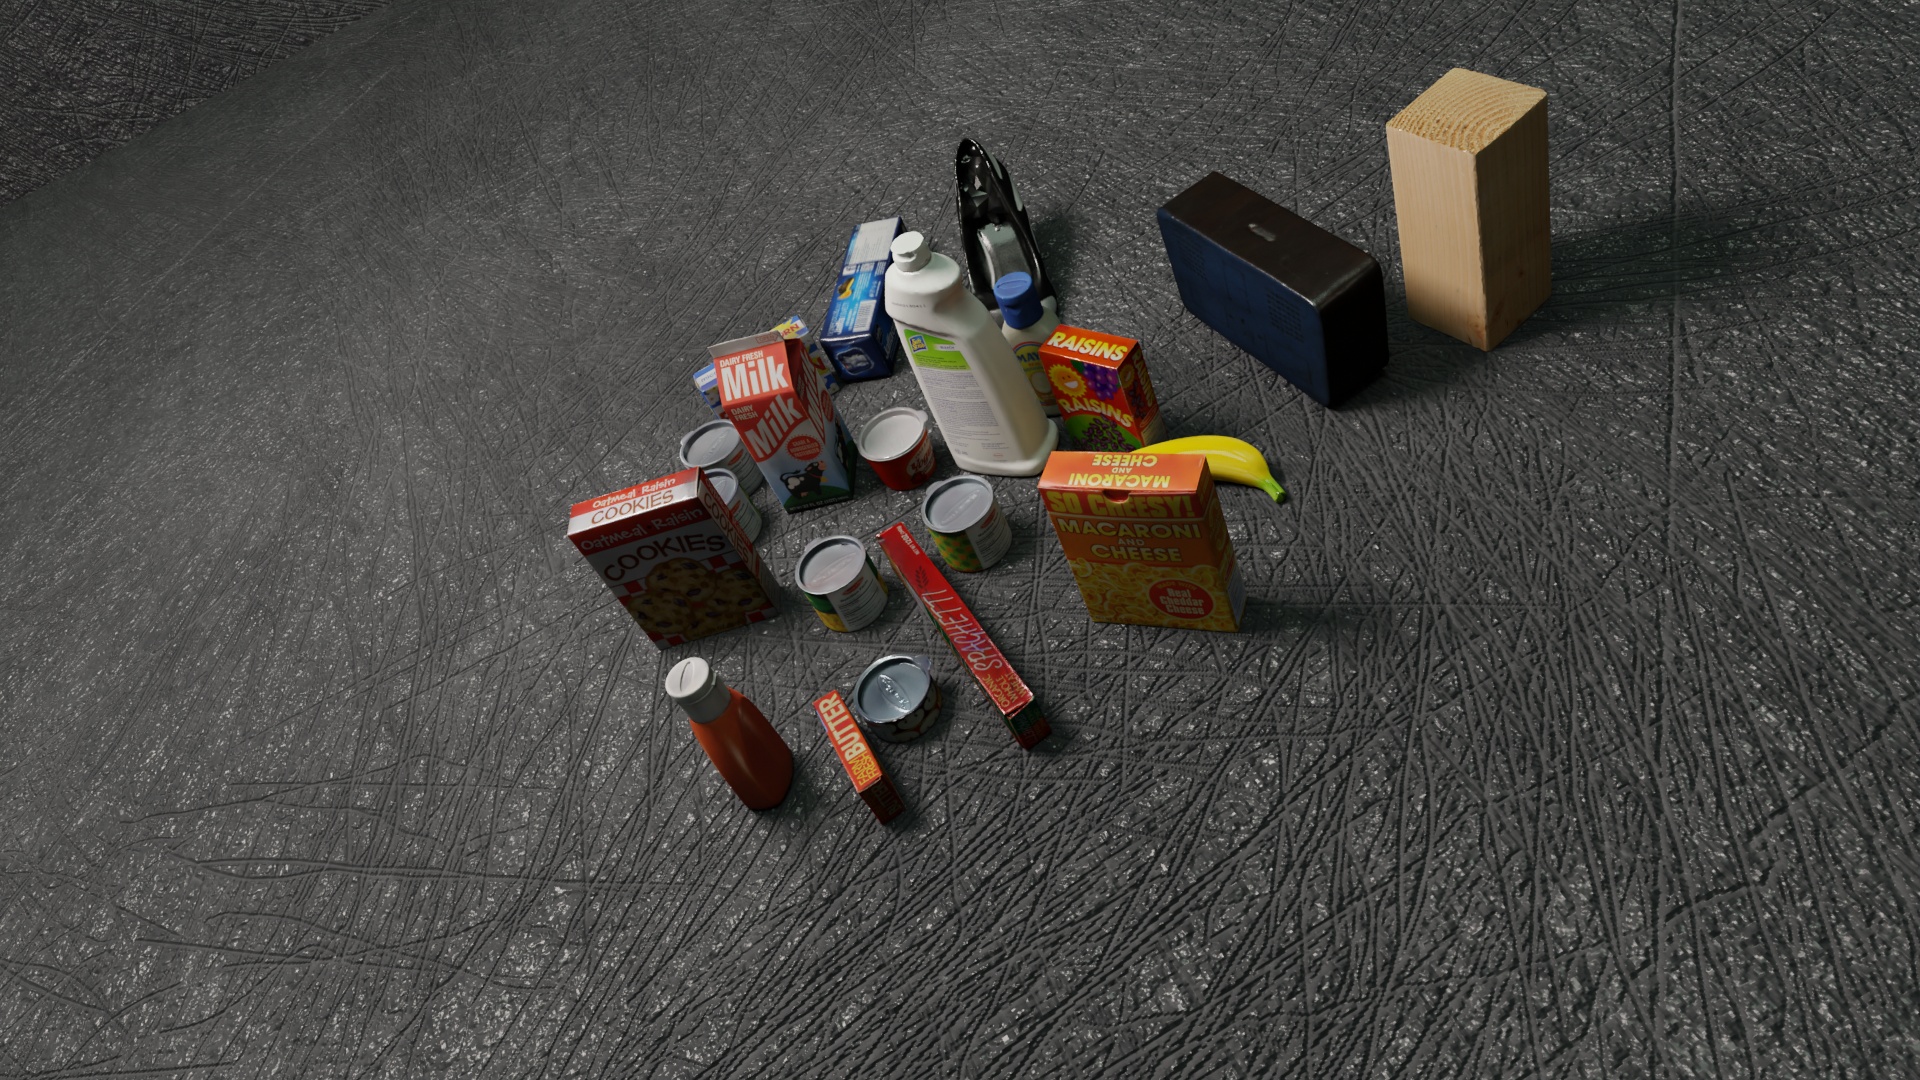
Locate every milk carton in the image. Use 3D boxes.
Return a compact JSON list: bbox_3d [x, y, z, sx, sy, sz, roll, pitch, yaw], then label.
[{"bbox_3d":[-0.164,-0.119,1.296,0.072,0.189,0.074,-13,46,14],"label":"milk carton"}]

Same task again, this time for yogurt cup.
[{"bbox_3d":[-0.057,-0.084,1.313,0.072,0.053,0.073,-13,46,14],"label":"yogurt cup"}]

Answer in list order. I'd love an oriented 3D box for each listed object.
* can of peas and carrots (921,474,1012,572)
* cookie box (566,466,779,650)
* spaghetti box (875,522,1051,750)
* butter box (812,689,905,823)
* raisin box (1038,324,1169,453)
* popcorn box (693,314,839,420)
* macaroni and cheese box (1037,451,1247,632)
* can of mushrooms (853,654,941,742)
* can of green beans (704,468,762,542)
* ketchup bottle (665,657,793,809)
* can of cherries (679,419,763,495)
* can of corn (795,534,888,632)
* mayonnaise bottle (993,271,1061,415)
[{"bbox_3d":[0.004,-0.015,1.218,0.071,0.058,0.071,-13,46,14],"label":"can of peas and carrots"},{"bbox_3d":[-0.249,0.018,1.225,0.123,0.166,0.040,-16,45,10],"label":"cookie box"},{"bbox_3d":[-0.001,0.073,1.145,0.029,0.050,0.251,-33,45,-6],"label":"spaghetti box"},{"bbox_3d":[-0.080,0.169,1.090,0.024,0.053,0.104,-31,44,-5],"label":"butter box"},{"bbox_3d":[0.127,-0.127,1.220,0.086,0.123,0.040,20,60,37],"label":"raisin box"},{"bbox_3d":[-0.199,-0.163,1.428,0.127,0.085,0.038,-31,44,-4],"label":"popcorn box"},{"bbox_3d":[0.142,0.003,1.062,0.123,0.165,0.040,3,51,27],"label":"macaroni and cheese box"},{"bbox_3d":[-0.048,0.127,1.129,0.071,0.033,0.071,-13,46,14],"label":"can of mushrooms"},{"bbox_3d":[-0.232,-0.026,1.336,0.071,0.057,0.071,-13,46,14],"label":"can of green beans"},{"bbox_3d":[-0.180,0.148,1.086,0.043,0.148,0.065,-12,46,15],"label":"ketchup bottle"},{"bbox_3d":[-0.239,-0.079,1.387,0.071,0.058,0.072,-13,46,14],"label":"can of cherries"},{"bbox_3d":[-0.105,0.037,1.220,0.071,0.058,0.071,-13,46,14],"label":"can of corn"},{"bbox_3d":[0.069,-0.179,1.277,0.065,0.147,0.041,-6,48,20],"label":"mayonnaise bottle"}]
